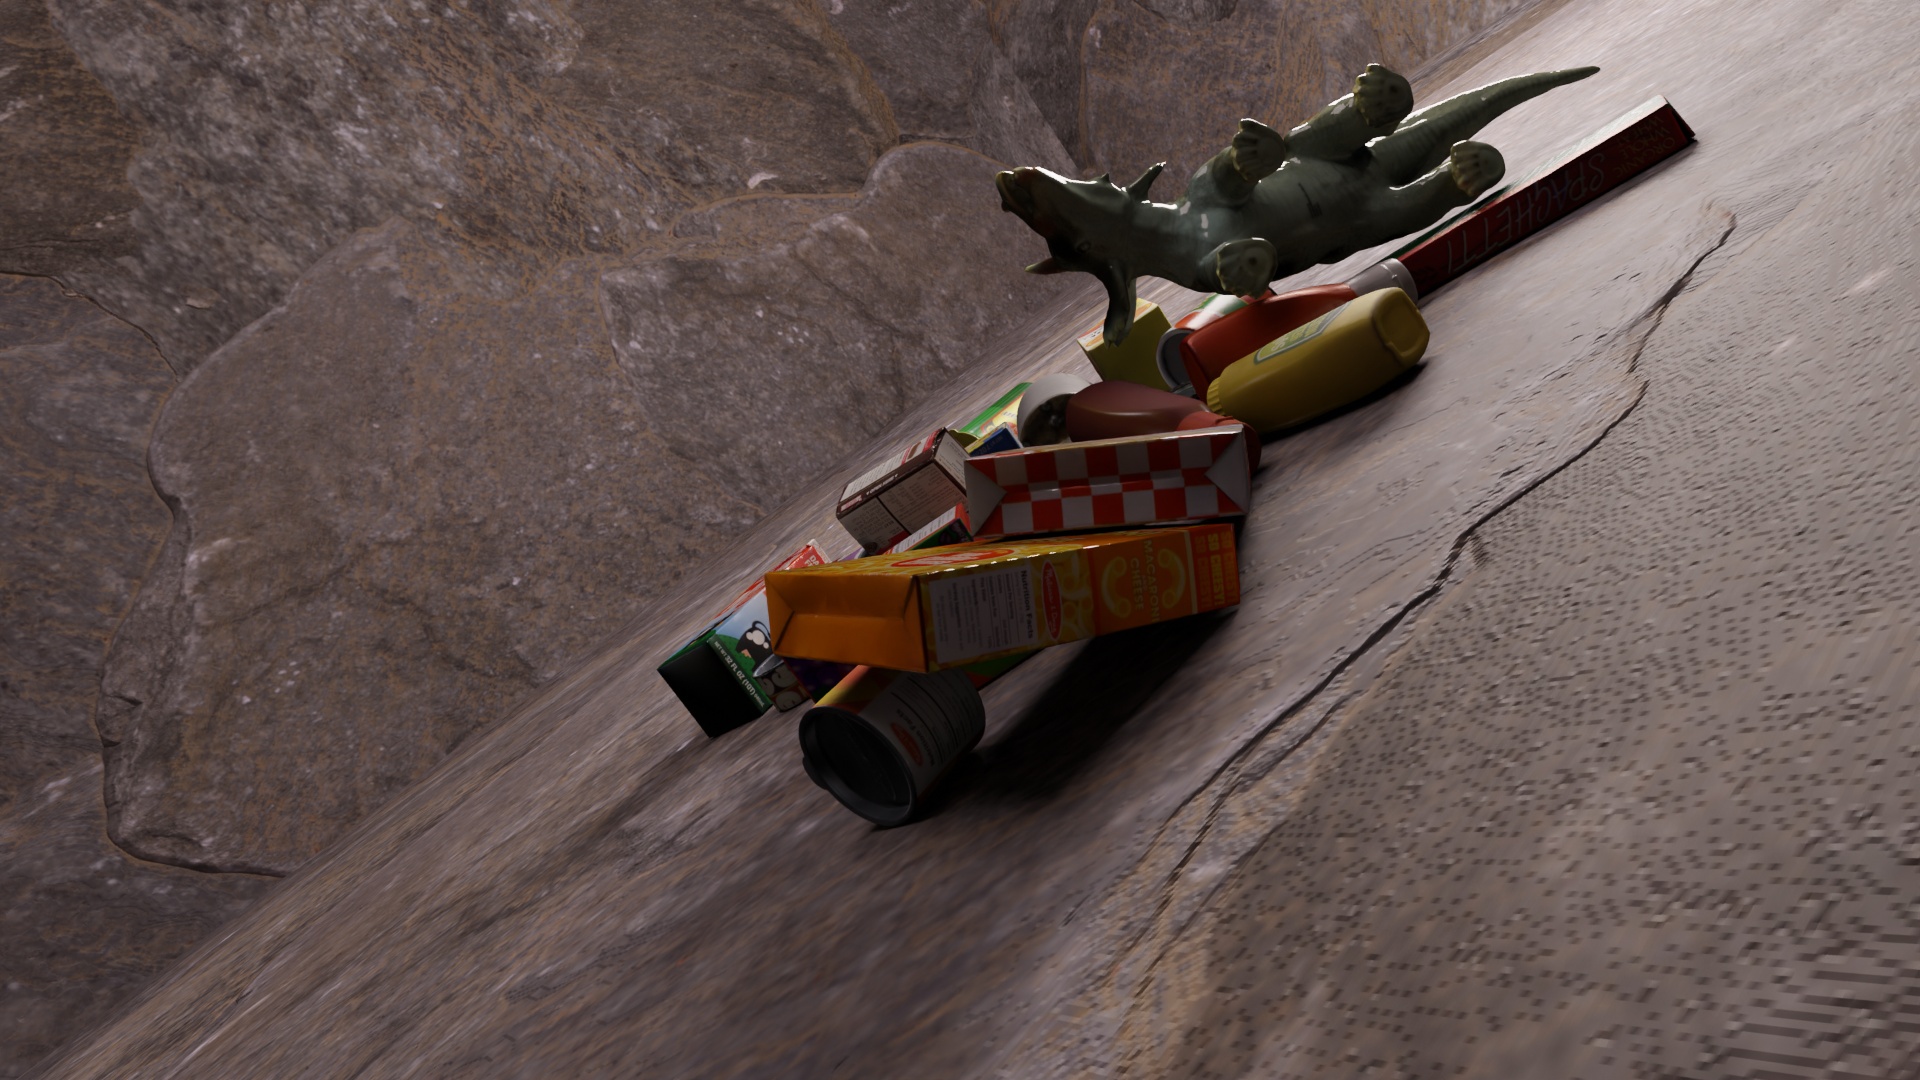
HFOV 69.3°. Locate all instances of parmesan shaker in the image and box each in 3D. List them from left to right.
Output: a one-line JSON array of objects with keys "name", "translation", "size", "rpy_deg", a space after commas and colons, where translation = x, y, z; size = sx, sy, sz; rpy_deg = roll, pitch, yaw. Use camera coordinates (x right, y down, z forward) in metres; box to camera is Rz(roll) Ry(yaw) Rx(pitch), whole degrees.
[{"name": "parmesan shaker", "translation": [0.043, -0.102, 1.328], "size": [0.103, 0.071, 0.071], "rpy_deg": [-41, 11, -35]}]

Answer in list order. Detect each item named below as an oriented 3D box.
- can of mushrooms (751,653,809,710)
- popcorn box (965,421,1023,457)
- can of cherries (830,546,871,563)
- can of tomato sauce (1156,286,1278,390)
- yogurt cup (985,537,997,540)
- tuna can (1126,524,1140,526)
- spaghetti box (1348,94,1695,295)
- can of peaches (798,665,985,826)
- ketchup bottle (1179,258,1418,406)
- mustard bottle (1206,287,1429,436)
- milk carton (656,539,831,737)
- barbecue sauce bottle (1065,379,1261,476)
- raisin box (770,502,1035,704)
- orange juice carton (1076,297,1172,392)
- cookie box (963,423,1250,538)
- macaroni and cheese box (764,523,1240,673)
[{"name": "can of mushrooms", "translation": [-0.115, 0.092, 1.016], "size": [0.071, 0.033, 0.071], "rpy_deg": [-34, 8, 6]}, {"name": "popcorn box", "translation": [0.003, -0.012, 0.959], "size": [0.126, 0.085, 0.038], "rpy_deg": [-34, 8, 10]}, {"name": "can of cherries", "translation": [-0.062, 0.033, 1.010], "size": [0.072, 0.071, 0.058], "rpy_deg": [-42, 10, -37]}, {"name": "can of tomato sauce", "translation": [0.193, -0.149, 1.032], "size": [0.083, 0.071, 0.071], "rpy_deg": [-41, 11, -34]}, {"name": "yogurt cup", "translation": [0.020, 0.017, 0.827], "size": [0.073, 0.072, 0.053], "rpy_deg": [-40, 2, -30]}, {"name": "tuna can", "translation": [0.082, -0.015, 0.857], "size": [0.071, 0.033, 0.071], "rpy_deg": [-34, 9, 6]}, {"name": "spaghetti box", "translation": [0.344, -0.205, 0.904], "size": [0.249, 0.028, 0.050], "rpy_deg": [-30, 10, 29]}, {"name": "can of peaches", "translation": [-0.032, 0.086, 0.634], "size": [0.071, 0.071, 0.058], "rpy_deg": [-25, 13, 49]}, {"name": "ketchup bottle", "translation": [0.219, -0.133, 0.891], "size": [0.149, 0.064, 0.043], "rpy_deg": [-26, -2, -2]}, {"name": "mustard bottle", "translation": [0.193, -0.094, 0.813], "size": [0.159, 0.048, 0.065], "rpy_deg": [-25, 12, 47]}, {"name": "milk carton", "translation": [-0.150, 0.070, 1.129], "size": [0.073, 0.072, 0.191], "rpy_deg": [-28, 11, 39]}, {"name": "barbecue sauce bottle", "translation": [0.123, -0.065, 0.832], "size": [0.065, 0.043, 0.149], "rpy_deg": [-12, 18, -21]}, {"name": "raisin box", "translation": [-0.028, 0.050, 0.748], "size": [0.123, 0.086, 0.040], "rpy_deg": [-34, 10, 8]}, {"name": "orange juice carton", "translation": [0.157, -0.170, 1.264], "size": [0.073, 0.071, 0.193], "rpy_deg": [-33, 9, 7]}, {"name": "cookie box", "translation": [0.080, -0.031, 0.686], "size": [0.123, 0.040, 0.168], "rpy_deg": [-5, 4, 12]}, {"name": "macaroni and cheese box", "translation": [0.018, 0.022, 0.601], "size": [0.167, 0.040, 0.123], "rpy_deg": [-8, 4, -35]}]
